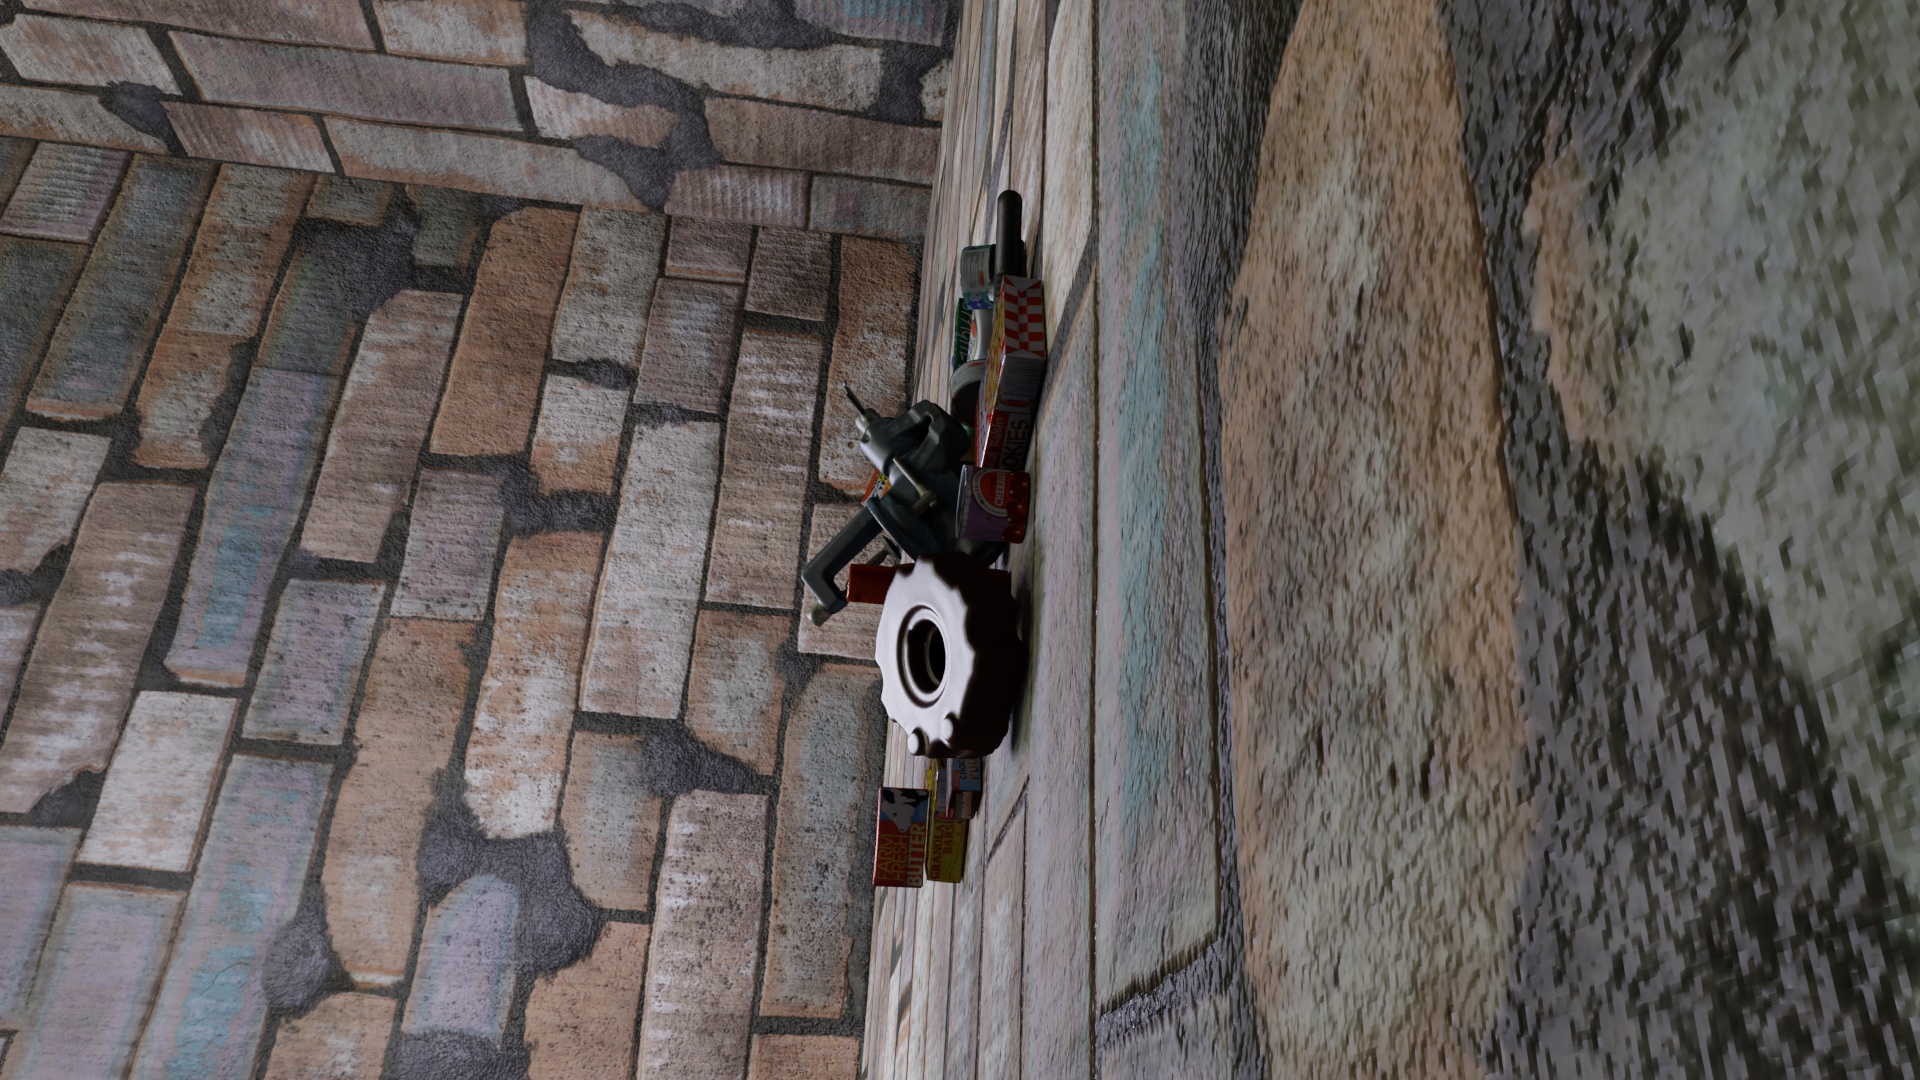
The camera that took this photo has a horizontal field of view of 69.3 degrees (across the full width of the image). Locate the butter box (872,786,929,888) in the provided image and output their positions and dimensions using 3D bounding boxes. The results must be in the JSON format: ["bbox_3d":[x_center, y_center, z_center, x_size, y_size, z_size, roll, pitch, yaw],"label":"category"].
[{"bbox_3d":[-0.063,0.312,1.459,0.024,0.053,0.103,109,165,-76],"label":"butter box"}]

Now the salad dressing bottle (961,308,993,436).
[{"bbox_3d":[0.027,-0.186,1.504,0.064,0.044,0.147,-95,12,-65],"label":"salad dressing bottle"}]

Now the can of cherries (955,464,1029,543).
[{"bbox_3d":[0.028,-0.033,1.236,0.071,0.058,0.071,-169,85,-86],"label":"can of cherries"}]

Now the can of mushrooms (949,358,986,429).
[{"bbox_3d":[0.023,-0.144,1.391,0.034,0.071,0.070,-92,9,-49],"label":"can of mushrooms"}]

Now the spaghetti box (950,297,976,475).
[{"bbox_3d":[0.015,-0.181,1.605,0.028,0.050,0.251,106,169,-55],"label":"spaghetti box"}]

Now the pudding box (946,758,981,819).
[{"bbox_3d":[0.003,0.230,1.387,0.084,0.030,0.049,-89,6,-46],"label":"pudding box"}]

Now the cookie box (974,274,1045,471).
[{"bbox_3d":[0.045,-0.139,1.279,0.123,0.040,0.166,-89,8,-46],"label":"cookie box"}]

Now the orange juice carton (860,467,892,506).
[{"bbox_3d":[-0.055,-0.052,1.541,0.071,0.073,0.193,-66,18,5],"label":"orange juice carton"}]

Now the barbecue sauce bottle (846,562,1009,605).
[{"bbox_3d":[-0.031,0.046,1.302,0.064,0.149,0.044,104,171,-56],"label":"barbecue sauce bottle"}]

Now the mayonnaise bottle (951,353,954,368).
[{"bbox_3d":[0.011,-0.222,1.741,0.148,0.041,0.064,-120,34,-81],"label":"mayonnaise bottle"}]

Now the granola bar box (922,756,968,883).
[{"bbox_3d":[-0.017,0.284,1.511,0.166,0.039,0.124,-125,41,-82],"label":"granola bar box"}]

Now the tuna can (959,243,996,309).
[{"bbox_3d":[0.023,-0.272,1.438,0.071,0.033,0.071,-4,-89,-75],"label":"tuna can"}]
